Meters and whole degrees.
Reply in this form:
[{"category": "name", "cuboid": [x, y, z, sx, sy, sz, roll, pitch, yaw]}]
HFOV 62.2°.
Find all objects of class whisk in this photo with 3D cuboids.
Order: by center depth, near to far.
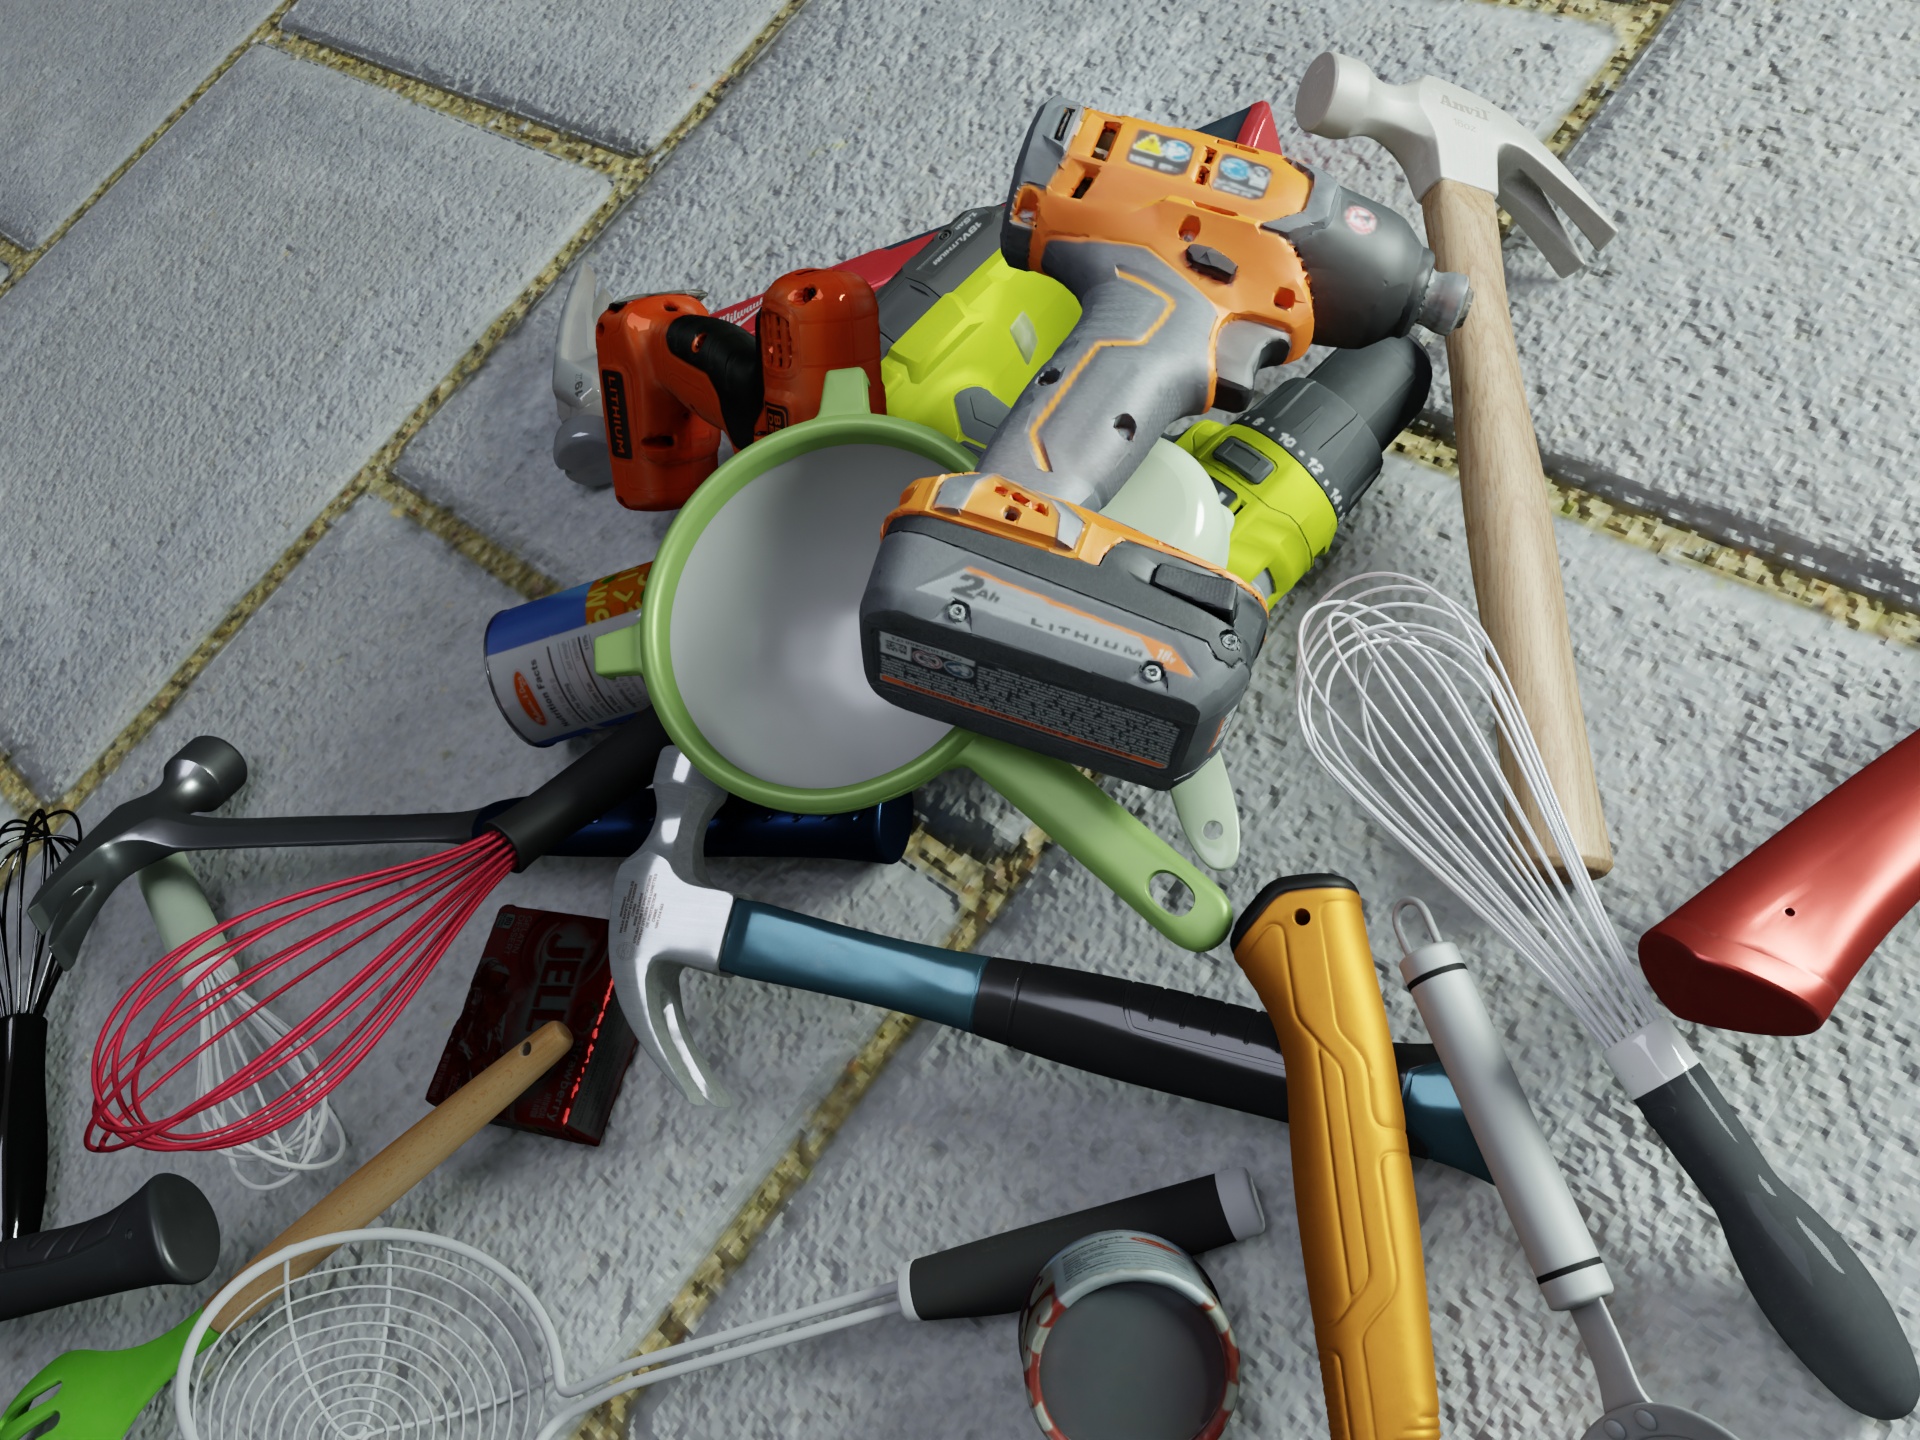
[{"category": "whisk", "cuboid": [0.188, 0.074, 0.482, 0.070, 0.070, 0.285, -31, 70, 4]}, {"category": "whisk", "cuboid": [-0.185, 0.058, 0.589, 0.073, 0.073, 0.296, 22, 44, 33]}, {"category": "whisk", "cuboid": [-0.338, 0.122, 0.724, 0.247, 0.059, 0.058, 40, 99, 41]}, {"category": "whisk", "cuboid": [-0.446, 0.145, 0.760, 0.055, 0.055, 0.239, -22, 59, 11]}]

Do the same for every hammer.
[{"category": "hammer", "cuboid": [0.127, 0.205, 0.441, 0.127, 0.034, 0.337, -12, 66, 19]}, {"category": "hammer", "cuboid": [0.342, -0.027, 0.473, 0.359, 0.036, 0.149, -32, 53, -10]}, {"category": "hammer", "cuboid": [0.021, 0.098, 0.557, 0.331, 0.033, 0.128, 10, 79, 21]}, {"category": "hammer", "cuboid": [0.201, -0.101, 0.592, 0.130, 0.031, 0.331, 8, 67, -21]}, {"category": "hammer", "cuboid": [-0.443, 0.252, 0.672, 0.335, 0.035, 0.146, -18, 61, 21]}, {"category": "hammer", "cuboid": [-0.219, 0.051, 0.695, 0.405, 0.035, 0.144, -3, 32, 19]}, {"category": "hammer", "cuboid": [-0.032, -0.236, 0.803, 0.386, 0.038, 0.143, -16, 54, 15]}]

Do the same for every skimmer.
[{"category": "skimmer", "cuboid": [-0.083, 0.190, 0.538, 0.363, 0.090, 0.127, -19, 26, 10]}]

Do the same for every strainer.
[{"category": "strainer", "cuboid": [0.178, 0.165, 0.446, 0.050, 0.086, 0.259, -2, 60, -30]}, {"category": "strainer", "cuboid": [-0.001, -0.002, 0.580, 0.256, 0.069, 0.151, 40, 89, 20]}]

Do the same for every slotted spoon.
[{"category": "slotted spoon", "cuboid": [-0.275, 0.218, 0.627, 0.314, 0.031, 0.070, -39, 53, 5]}]

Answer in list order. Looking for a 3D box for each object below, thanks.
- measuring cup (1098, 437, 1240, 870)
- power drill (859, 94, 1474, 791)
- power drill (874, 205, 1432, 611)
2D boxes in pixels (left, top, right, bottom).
[{"category": "measuring cup", "cuboid": [0.069, -0.029, 0.563, 0.083, 0.038, 0.168, -17, 67, 8]}, {"category": "power drill", "cuboid": [0.072, -0.097, 0.525, 0.164, 0.084, 0.227, 18, 67, 6]}, {"category": "power drill", "cuboid": [0.063, -0.126, 0.672, 0.190, 0.080, 0.229, -46, 56, -5]}]
